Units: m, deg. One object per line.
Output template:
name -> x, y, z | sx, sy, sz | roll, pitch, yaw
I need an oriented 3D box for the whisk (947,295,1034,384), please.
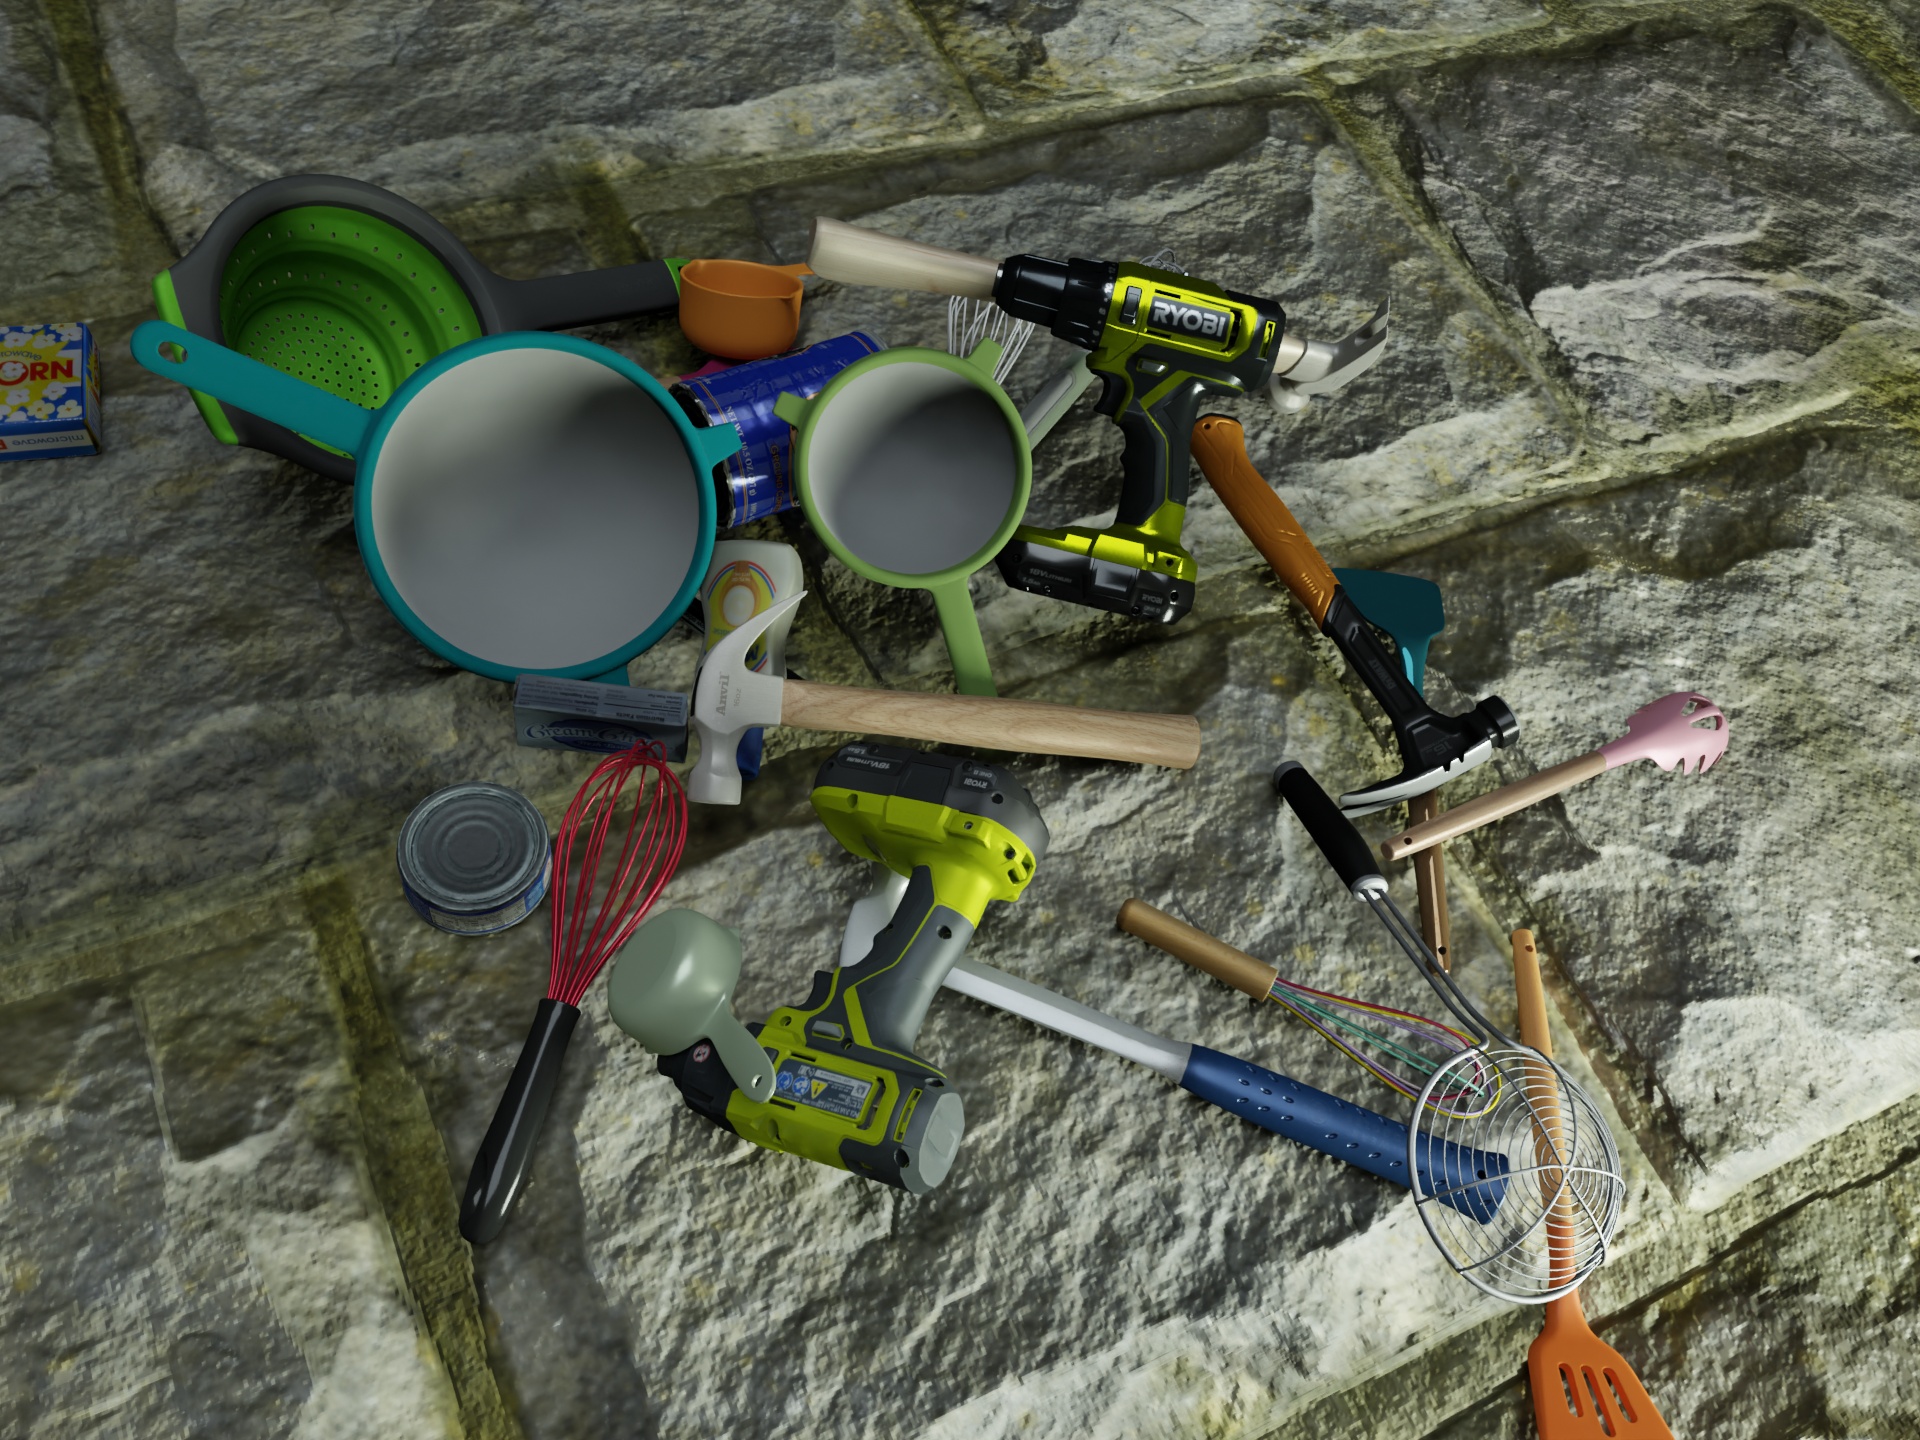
whisk -> 0.001, -0.222, 1.148 | 0.070, 0.070, 0.285 | 15, 62, -2

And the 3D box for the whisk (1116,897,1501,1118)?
whisk -> 0.208, 0.167, 0.956 | 0.245, 0.051, 0.047 | 26, 92, 11

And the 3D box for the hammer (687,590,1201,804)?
hammer -> -0.002, -0.003, 0.988 | 0.331, 0.031, 0.130 | 5, 85, -20

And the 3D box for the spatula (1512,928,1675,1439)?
spatula -> 0.349, 0.266, 0.923 | 0.081, 0.041, 0.323 | 8, 57, -5

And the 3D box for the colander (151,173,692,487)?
colander -> -0.348, -0.262, 1.083 | 0.397, 0.094, 0.204 | -25, 97, -43

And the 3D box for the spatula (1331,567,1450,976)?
spatula -> 0.306, 0.023, 1.075 | 0.082, 0.044, 0.318 | 7, 63, -8

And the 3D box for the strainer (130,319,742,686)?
strainer -> -0.319, -0.155, 0.966 | 0.340, 0.095, 0.211 | 23, 91, -21

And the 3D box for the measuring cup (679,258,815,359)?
measuring cup -> -0.135, -0.307, 1.177 | 0.095, 0.052, 0.173 | 27, 32, 27

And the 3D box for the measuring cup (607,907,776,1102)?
measuring cup -> -0.136, 0.148, 0.813 | 0.038, 0.168, 0.083 | 39, 85, -30

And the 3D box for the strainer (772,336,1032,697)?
strainer -> -0.019, -0.111, 1.033 | 0.151, 0.069, 0.256 | -17, 99, -8

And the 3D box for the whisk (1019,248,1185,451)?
whisk -> 0.099, -0.275, 1.202 | 0.058, 0.059, 0.246 | 28, 62, 21

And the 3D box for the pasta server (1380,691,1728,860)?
pasta server -> 0.404, 0.040, 1.066 | 0.316, 0.040, 0.060 | -19, 64, -23

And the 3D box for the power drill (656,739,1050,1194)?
power drill -> -0.055, 0.127, 0.864 | 0.171, 0.080, 0.223 | 10, 59, 26

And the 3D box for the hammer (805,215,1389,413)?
hammer -> 0.097, -0.295, 1.117 | 0.410, 0.146, 0.038 | 9, 78, -17

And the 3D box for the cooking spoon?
cooking spoon -> -0.215, -0.224, 1.088 | 0.319, 0.017, 0.069 | -20, 41, -35

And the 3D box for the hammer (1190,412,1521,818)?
hammer -> 0.239, -0.089, 1.105 | 0.127, 0.034, 0.337 | -27, 59, -1

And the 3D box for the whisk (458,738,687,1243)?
whisk -> -0.215, 0.141, 0.881 | 0.073, 0.073, 0.296 | 16, 62, -1

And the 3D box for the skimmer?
skimmer -> 0.253, 0.158, 0.918 | 0.127, 0.090, 0.364 | 4, 31, -19

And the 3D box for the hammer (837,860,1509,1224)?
hammer -> 0.118, 0.200, 0.920 | 0.405, 0.035, 0.144 | 22, 57, 3

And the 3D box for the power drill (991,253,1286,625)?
power drill -> 0.097, -0.191, 1.058 | 0.190, 0.080, 0.228 | 13, 95, -3
